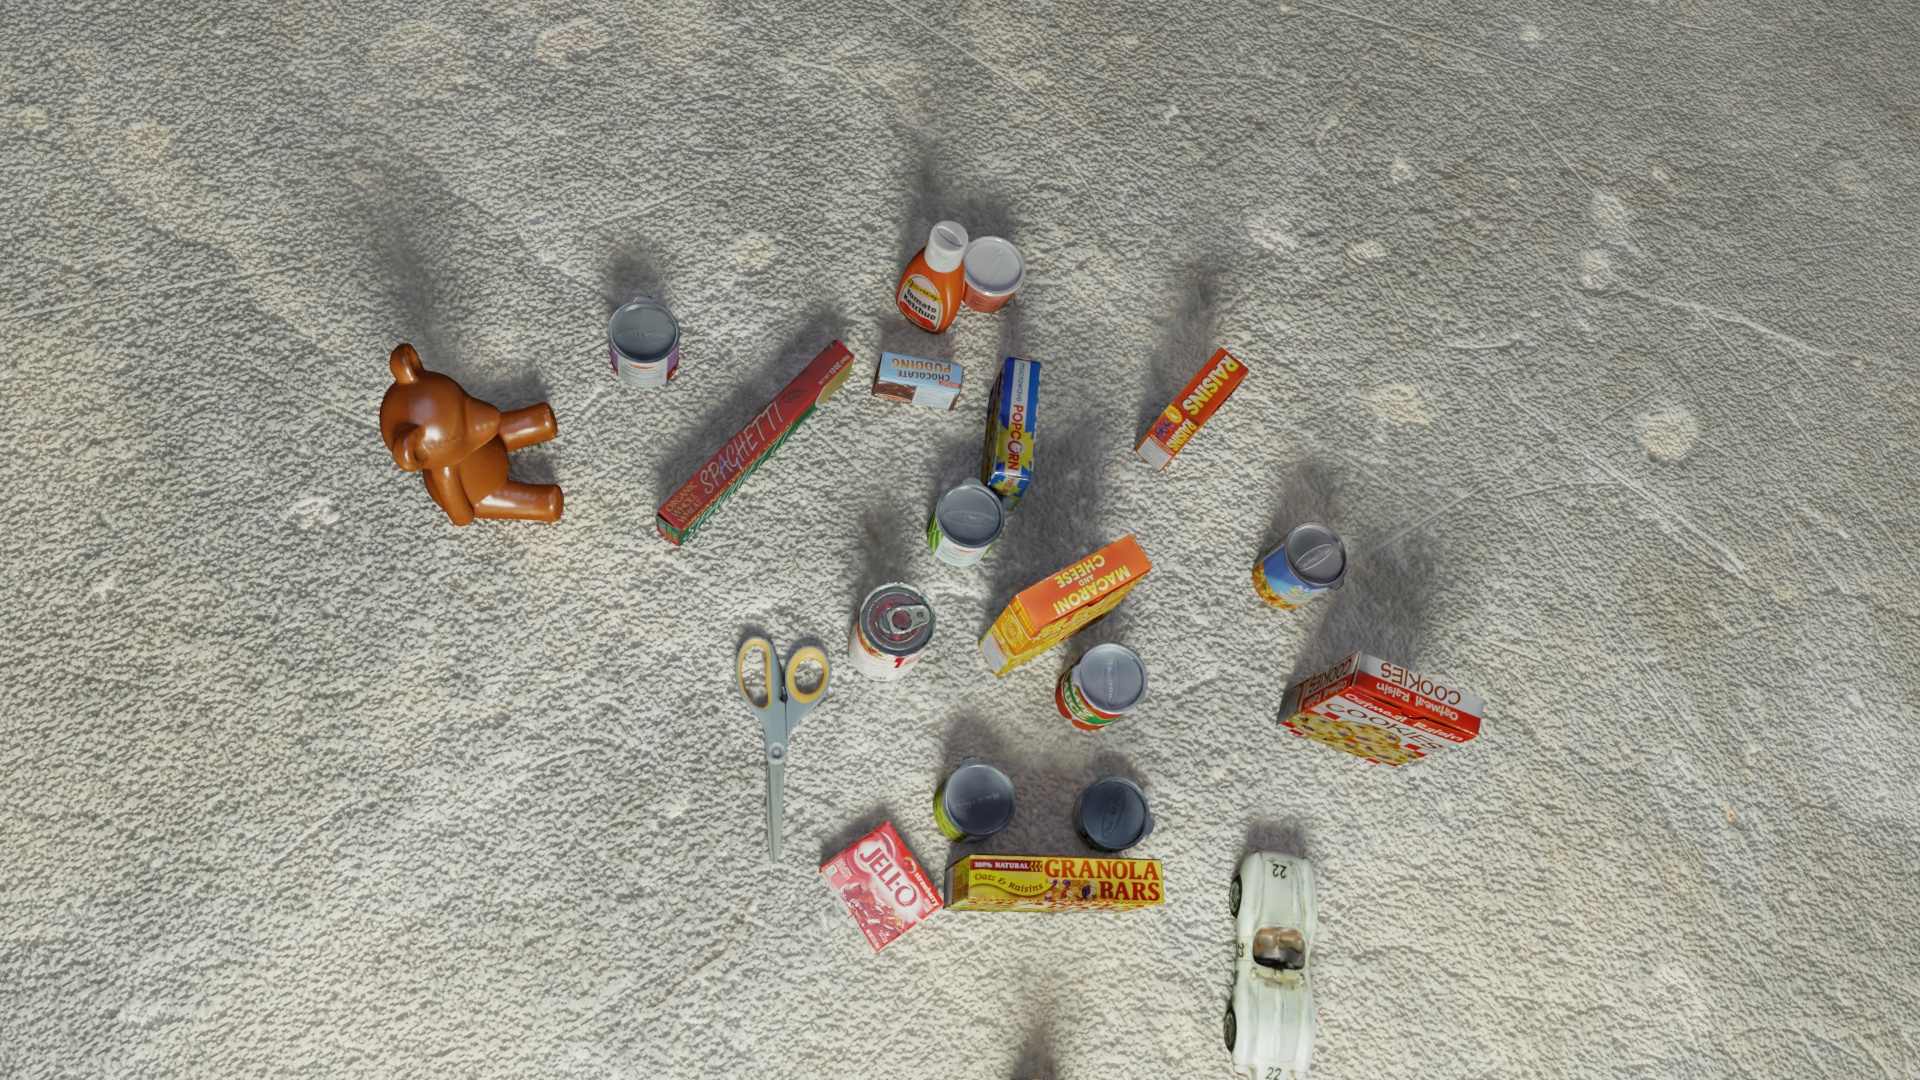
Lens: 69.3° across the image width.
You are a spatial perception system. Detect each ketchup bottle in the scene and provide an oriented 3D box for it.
[{"bbox_3d":[-0.023,-0.260,1.357,0.065,0.148,0.044,37,68,3],"label":"ketchup bottle"}]

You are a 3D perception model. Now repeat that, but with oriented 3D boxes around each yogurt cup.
[{"bbox_3d":[0.029,-0.269,1.422,0.072,0.053,0.072,4,70,-10],"label":"yogurt cup"}]

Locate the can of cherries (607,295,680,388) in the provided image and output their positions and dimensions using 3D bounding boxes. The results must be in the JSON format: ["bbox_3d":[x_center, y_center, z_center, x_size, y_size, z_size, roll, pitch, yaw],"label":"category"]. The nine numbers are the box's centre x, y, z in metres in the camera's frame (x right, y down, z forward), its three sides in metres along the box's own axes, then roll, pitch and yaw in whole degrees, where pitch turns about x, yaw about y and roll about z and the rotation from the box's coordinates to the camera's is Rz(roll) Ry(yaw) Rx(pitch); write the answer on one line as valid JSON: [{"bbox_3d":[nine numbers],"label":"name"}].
[{"bbox_3d":[-0.300,-0.189,1.325,0.071,0.058,0.071,4,70,-10],"label":"can of cherries"}]

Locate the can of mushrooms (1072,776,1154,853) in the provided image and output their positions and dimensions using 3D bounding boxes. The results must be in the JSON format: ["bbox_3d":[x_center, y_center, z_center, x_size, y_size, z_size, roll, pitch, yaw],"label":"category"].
[{"bbox_3d":[0.139,0.252,1.268,0.071,0.033,0.071,4,70,-10],"label":"can of mushrooms"}]

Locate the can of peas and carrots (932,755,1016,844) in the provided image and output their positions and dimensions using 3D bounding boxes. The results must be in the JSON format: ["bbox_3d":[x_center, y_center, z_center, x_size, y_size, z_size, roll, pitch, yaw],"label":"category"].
[{"bbox_3d":[0.011,0.232,1.236,0.071,0.058,0.071,4,70,-10],"label":"can of peas and carrots"}]

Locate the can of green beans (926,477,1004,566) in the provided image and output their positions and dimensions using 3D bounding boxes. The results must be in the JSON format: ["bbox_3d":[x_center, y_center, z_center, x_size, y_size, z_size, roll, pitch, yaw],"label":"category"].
[{"bbox_3d":[0.004,-0.015,1.324,0.071,0.057,0.071,4,70,-10],"label":"can of green beans"}]

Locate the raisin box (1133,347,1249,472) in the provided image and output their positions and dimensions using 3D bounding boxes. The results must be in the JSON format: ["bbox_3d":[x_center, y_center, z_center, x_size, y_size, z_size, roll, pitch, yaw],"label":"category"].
[{"bbox_3d":[0.227,-0.127,1.374,0.040,0.123,0.086,42,68,5],"label":"raisin box"}]

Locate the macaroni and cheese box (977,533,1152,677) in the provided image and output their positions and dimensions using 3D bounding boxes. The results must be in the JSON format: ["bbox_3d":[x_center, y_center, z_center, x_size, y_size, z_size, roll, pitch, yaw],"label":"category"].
[{"bbox_3d":[0.092,0.062,1.256,0.124,0.166,0.040,-27,78,-19],"label":"macaroni and cheese box"}]

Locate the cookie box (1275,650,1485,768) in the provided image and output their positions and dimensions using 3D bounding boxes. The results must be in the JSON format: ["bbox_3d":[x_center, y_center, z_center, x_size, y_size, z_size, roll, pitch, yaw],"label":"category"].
[{"bbox_3d":[0.382,0.160,1.278,0.123,0.166,0.040,21,68,-4],"label":"cookie box"}]

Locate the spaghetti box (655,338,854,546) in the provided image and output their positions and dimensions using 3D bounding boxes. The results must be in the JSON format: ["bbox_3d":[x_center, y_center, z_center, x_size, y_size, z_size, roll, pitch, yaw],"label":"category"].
[{"bbox_3d":[-0.193,-0.094,1.317,0.029,0.050,0.251,40,68,4],"label":"spaghetti box"}]

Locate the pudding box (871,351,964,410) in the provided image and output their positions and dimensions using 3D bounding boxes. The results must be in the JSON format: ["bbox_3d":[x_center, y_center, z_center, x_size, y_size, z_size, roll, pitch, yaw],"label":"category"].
[{"bbox_3d":[-0.042,-0.157,1.370,0.084,0.049,0.030,9,69,-8],"label":"pudding box"}]

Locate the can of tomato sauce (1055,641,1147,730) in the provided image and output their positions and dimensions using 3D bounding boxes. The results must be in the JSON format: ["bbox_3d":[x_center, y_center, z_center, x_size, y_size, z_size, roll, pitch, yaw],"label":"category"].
[{"bbox_3d":[0.127,0.136,1.281,0.071,0.082,0.071,4,70,-10],"label":"can of tomato sauce"}]

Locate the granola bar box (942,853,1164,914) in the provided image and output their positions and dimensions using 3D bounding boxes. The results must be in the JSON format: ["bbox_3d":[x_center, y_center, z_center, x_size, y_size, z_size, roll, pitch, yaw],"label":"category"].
[{"bbox_3d":[0.076,0.295,1.191,0.166,0.123,0.039,4,70,-10],"label":"granola bar box"}]

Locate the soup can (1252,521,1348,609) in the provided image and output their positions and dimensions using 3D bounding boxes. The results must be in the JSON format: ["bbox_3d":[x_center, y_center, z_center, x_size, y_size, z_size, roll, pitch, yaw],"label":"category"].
[{"bbox_3d":[0.333,0.029,1.361,0.071,0.083,0.071,4,70,-10],"label":"soup can"}]

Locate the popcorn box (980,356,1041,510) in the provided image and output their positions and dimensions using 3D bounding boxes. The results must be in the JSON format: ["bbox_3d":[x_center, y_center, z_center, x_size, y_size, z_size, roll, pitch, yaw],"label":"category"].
[{"bbox_3d":[0.048,-0.104,1.350,0.038,0.085,0.127,9,69,-8],"label":"popcorn box"}]
